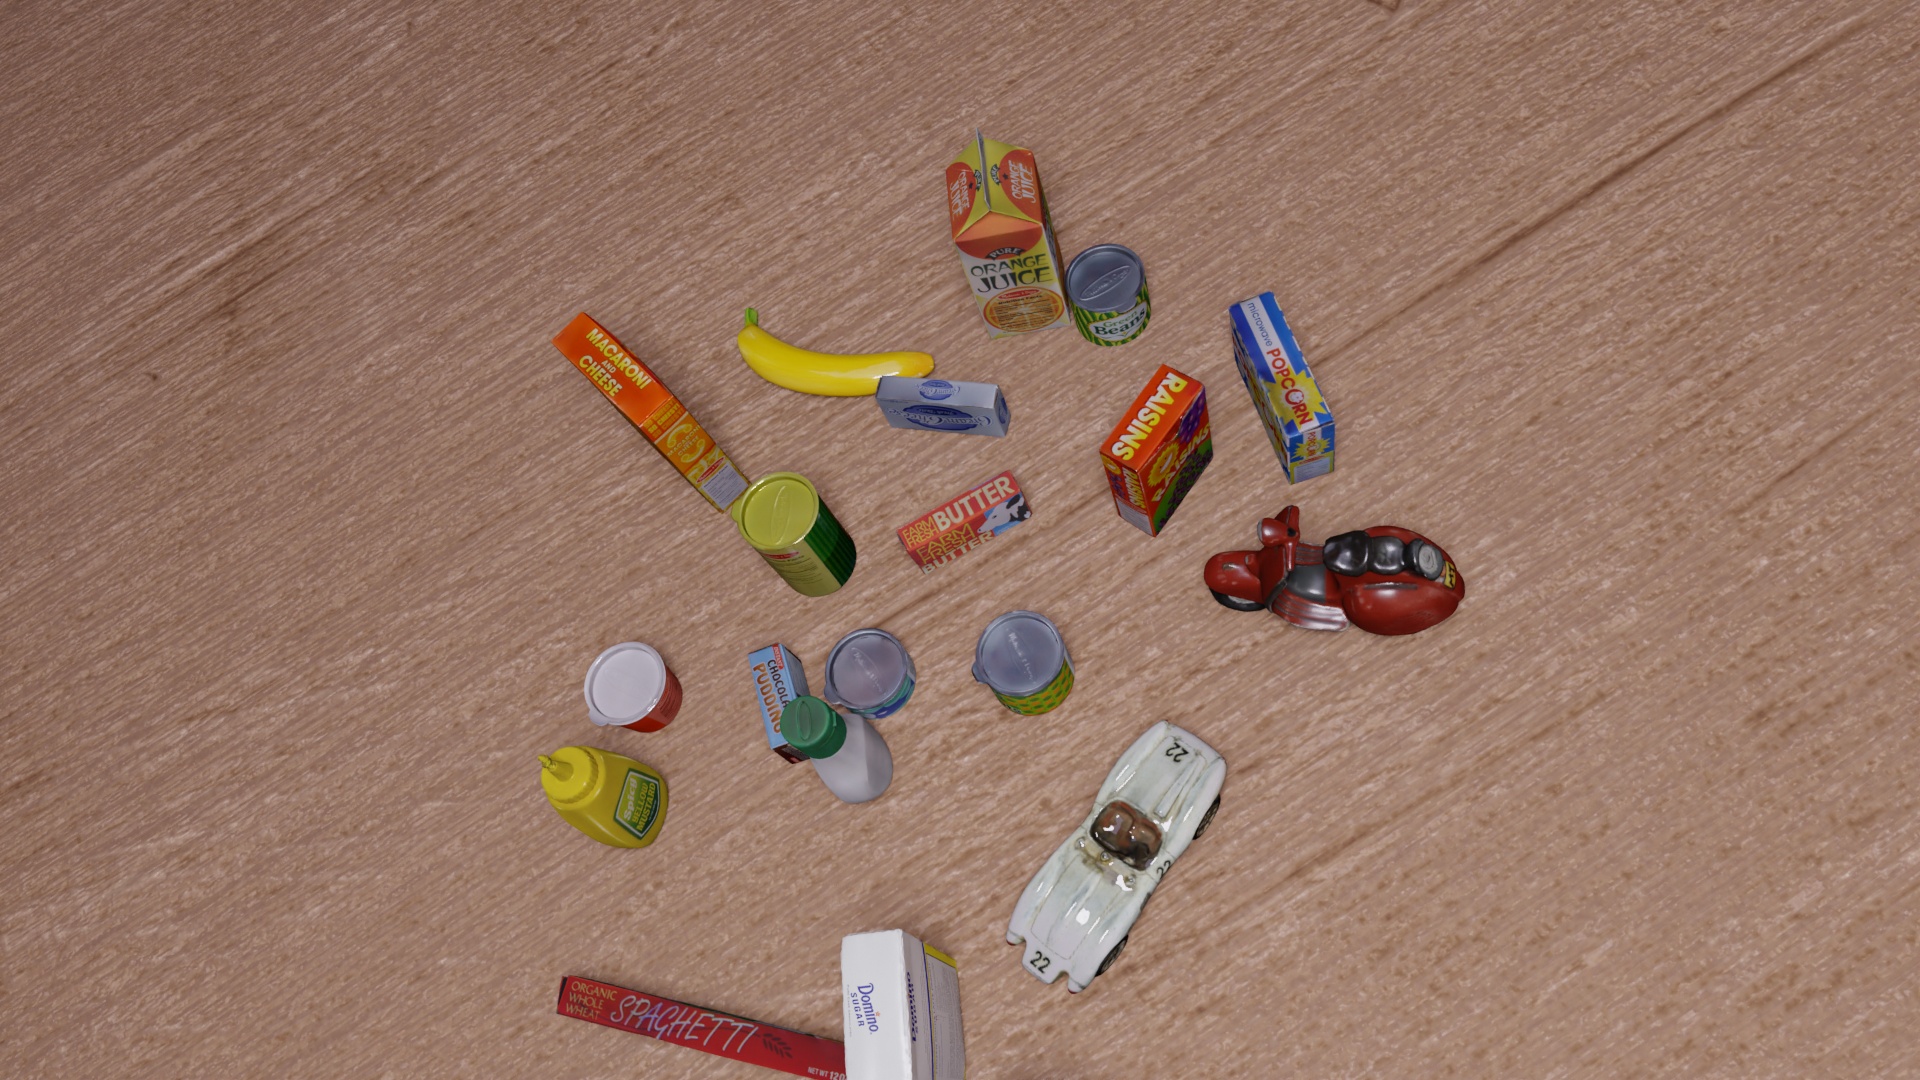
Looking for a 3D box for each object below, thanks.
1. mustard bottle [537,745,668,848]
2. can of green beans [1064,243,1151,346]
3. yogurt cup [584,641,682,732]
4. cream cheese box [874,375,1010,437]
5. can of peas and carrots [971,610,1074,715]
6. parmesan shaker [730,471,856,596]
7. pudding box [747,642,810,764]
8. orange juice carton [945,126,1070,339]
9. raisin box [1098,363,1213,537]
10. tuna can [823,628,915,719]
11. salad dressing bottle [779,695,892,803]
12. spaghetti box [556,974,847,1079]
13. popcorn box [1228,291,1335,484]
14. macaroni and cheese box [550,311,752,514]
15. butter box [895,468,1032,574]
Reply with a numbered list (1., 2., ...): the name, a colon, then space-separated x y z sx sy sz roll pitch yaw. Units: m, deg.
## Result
1. mustard bottle: -0.268 0.184 1.024 0.049 0.159 0.065 6 69 16
2. can of green beans: 0.124 -0.203 1.156 0.071 0.057 0.071 -5 66 12
3. yogurt cup: -0.258 0.121 1.109 0.072 0.053 0.072 -5 66 12
4. cream cheese box: -0.014 -0.111 1.152 0.104 0.053 0.024 6 69 16
5. can of peas and carrots: 0.047 0.094 1.043 0.071 0.058 0.071 -5 66 12
6. parmesan shaker: -0.131 -0.004 1.105 0.071 0.102 0.071 -5 66 12
7. pudding box: -0.135 0.126 1.079 0.030 0.049 0.084 -21 64 4
8. orange juice carton: 0.037 -0.246 1.121 0.073 0.192 0.072 -9 65 10
9. raisin box: 0.151 -0.066 1.052 0.040 0.123 0.086 33 78 24
10. tuna can: -0.071 0.106 1.082 0.071 0.032 0.071 -5 66 12
11. salad dressing bottle: -0.089 0.149 1.003 0.044 0.147 0.064 -12 65 9
12. spaghetti box: -0.168 0.351 0.987 0.250 0.050 0.029 7 69 17
13. popcorn box: 0.248 -0.117 1.073 0.038 0.085 0.127 -20 64 5
14. macaroni and cheese box: -0.251 -0.103 1.143 0.040 0.166 0.124 -45 64 -7
15. butter box: 0.004 -0.014 1.105 0.103 0.053 0.024 -28 63 0
